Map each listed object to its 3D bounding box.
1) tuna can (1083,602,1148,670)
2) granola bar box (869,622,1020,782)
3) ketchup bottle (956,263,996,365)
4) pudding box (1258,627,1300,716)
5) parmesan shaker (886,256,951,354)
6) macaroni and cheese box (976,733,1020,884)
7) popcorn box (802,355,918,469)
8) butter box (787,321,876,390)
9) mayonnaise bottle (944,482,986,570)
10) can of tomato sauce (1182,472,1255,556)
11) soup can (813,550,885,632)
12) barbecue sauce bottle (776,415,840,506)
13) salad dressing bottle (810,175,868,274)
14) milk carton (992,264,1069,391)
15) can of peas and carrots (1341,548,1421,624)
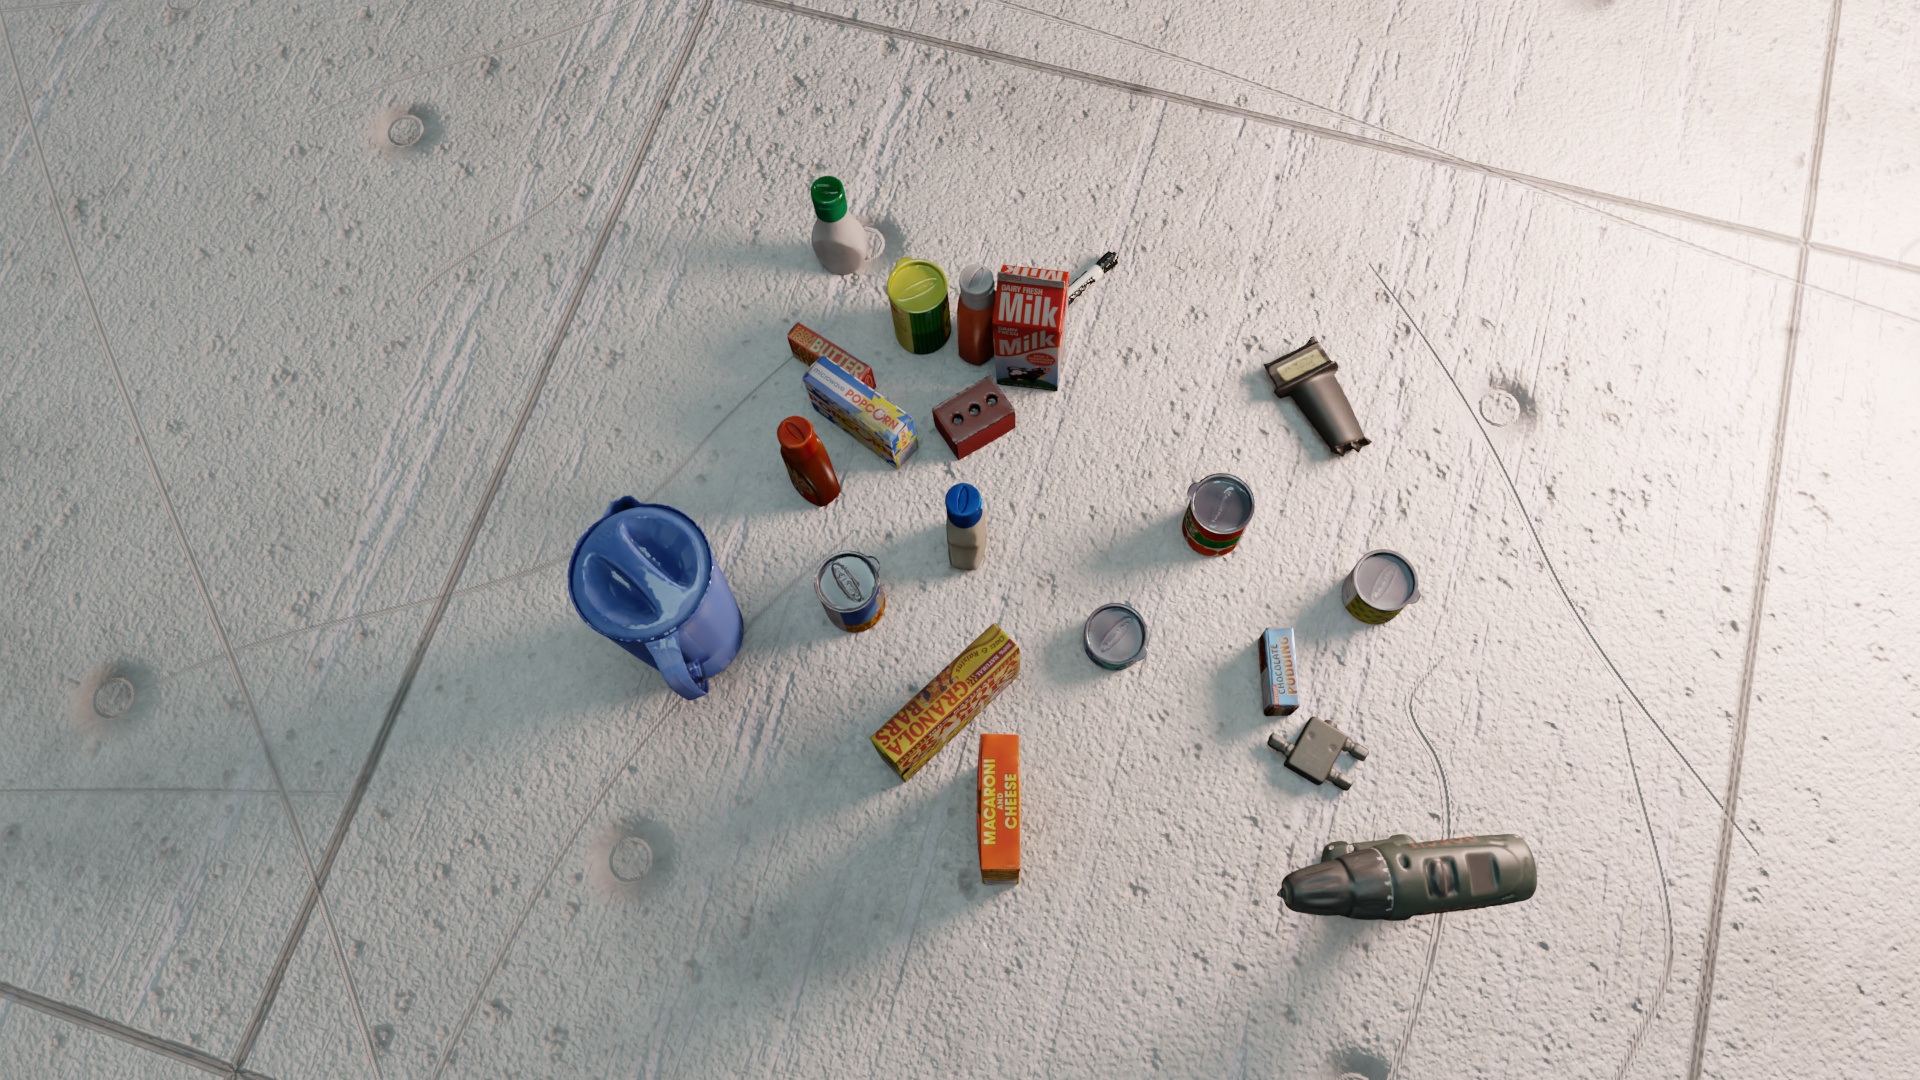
[{"bbox_3d":[0.163,0.102,1.445,0.071,0.032,0.071,-1,71,2],"label":"tuna can"},{"bbox_3d":[-0.011,0.164,1.383,0.166,0.124,0.039,-42,75,-11],"label":"granola bar box"},{"bbox_3d":[0.021,-0.249,1.510,0.043,0.148,0.065,25,74,10],"label":"ketchup bottle"},{"bbox_3d":[0.325,0.134,1.419,0.030,0.049,0.084,-1,71,2],"label":"pudding box"},{"bbox_3d":[-0.045,-0.260,1.541,0.071,0.102,0.071,-1,71,2],"label":"parmesan shaker"},{"bbox_3d":[0.037,0.260,1.326,0.040,0.166,0.124,-1,71,2],"label":"macaroni and cheese box"},{"bbox_3d":[-0.108,-0.139,1.511,0.127,0.085,0.038,36,77,13],"label":"popcorn box"},{"bbox_3d":[-0.144,-0.200,1.551,0.103,0.053,0.024,33,76,12],"label":"butter box"},{"bbox_3d":[0.005,-0.018,1.432,0.041,0.147,0.065,6,72,4],"label":"mayonnaise bottle"},{"bbox_3d":[0.268,-0.026,1.459,0.071,0.083,0.071,-1,71,2],"label":"can of tomato sauce"},{"bbox_3d":[-0.111,0.053,1.446,0.071,0.083,0.071,-1,71,2],"label":"soup can"},{"bbox_3d":[-0.163,-0.087,1.462,0.044,0.148,0.065,-42,75,-11],"label":"barbecue sauce bottle"},{"bbox_3d":[-0.139,-0.352,1.553,0.064,0.147,0.044,11,72,6],"label":"salad dressing bottle"},{"bbox_3d":[0.075,-0.234,1.481,0.072,0.190,0.073,8,72,5],"label":"milk carton"},{"bbox_3d":[0.436,0.050,1.439,0.071,0.058,0.071,-1,71,2],"label":"can of peas and carrots"}]
